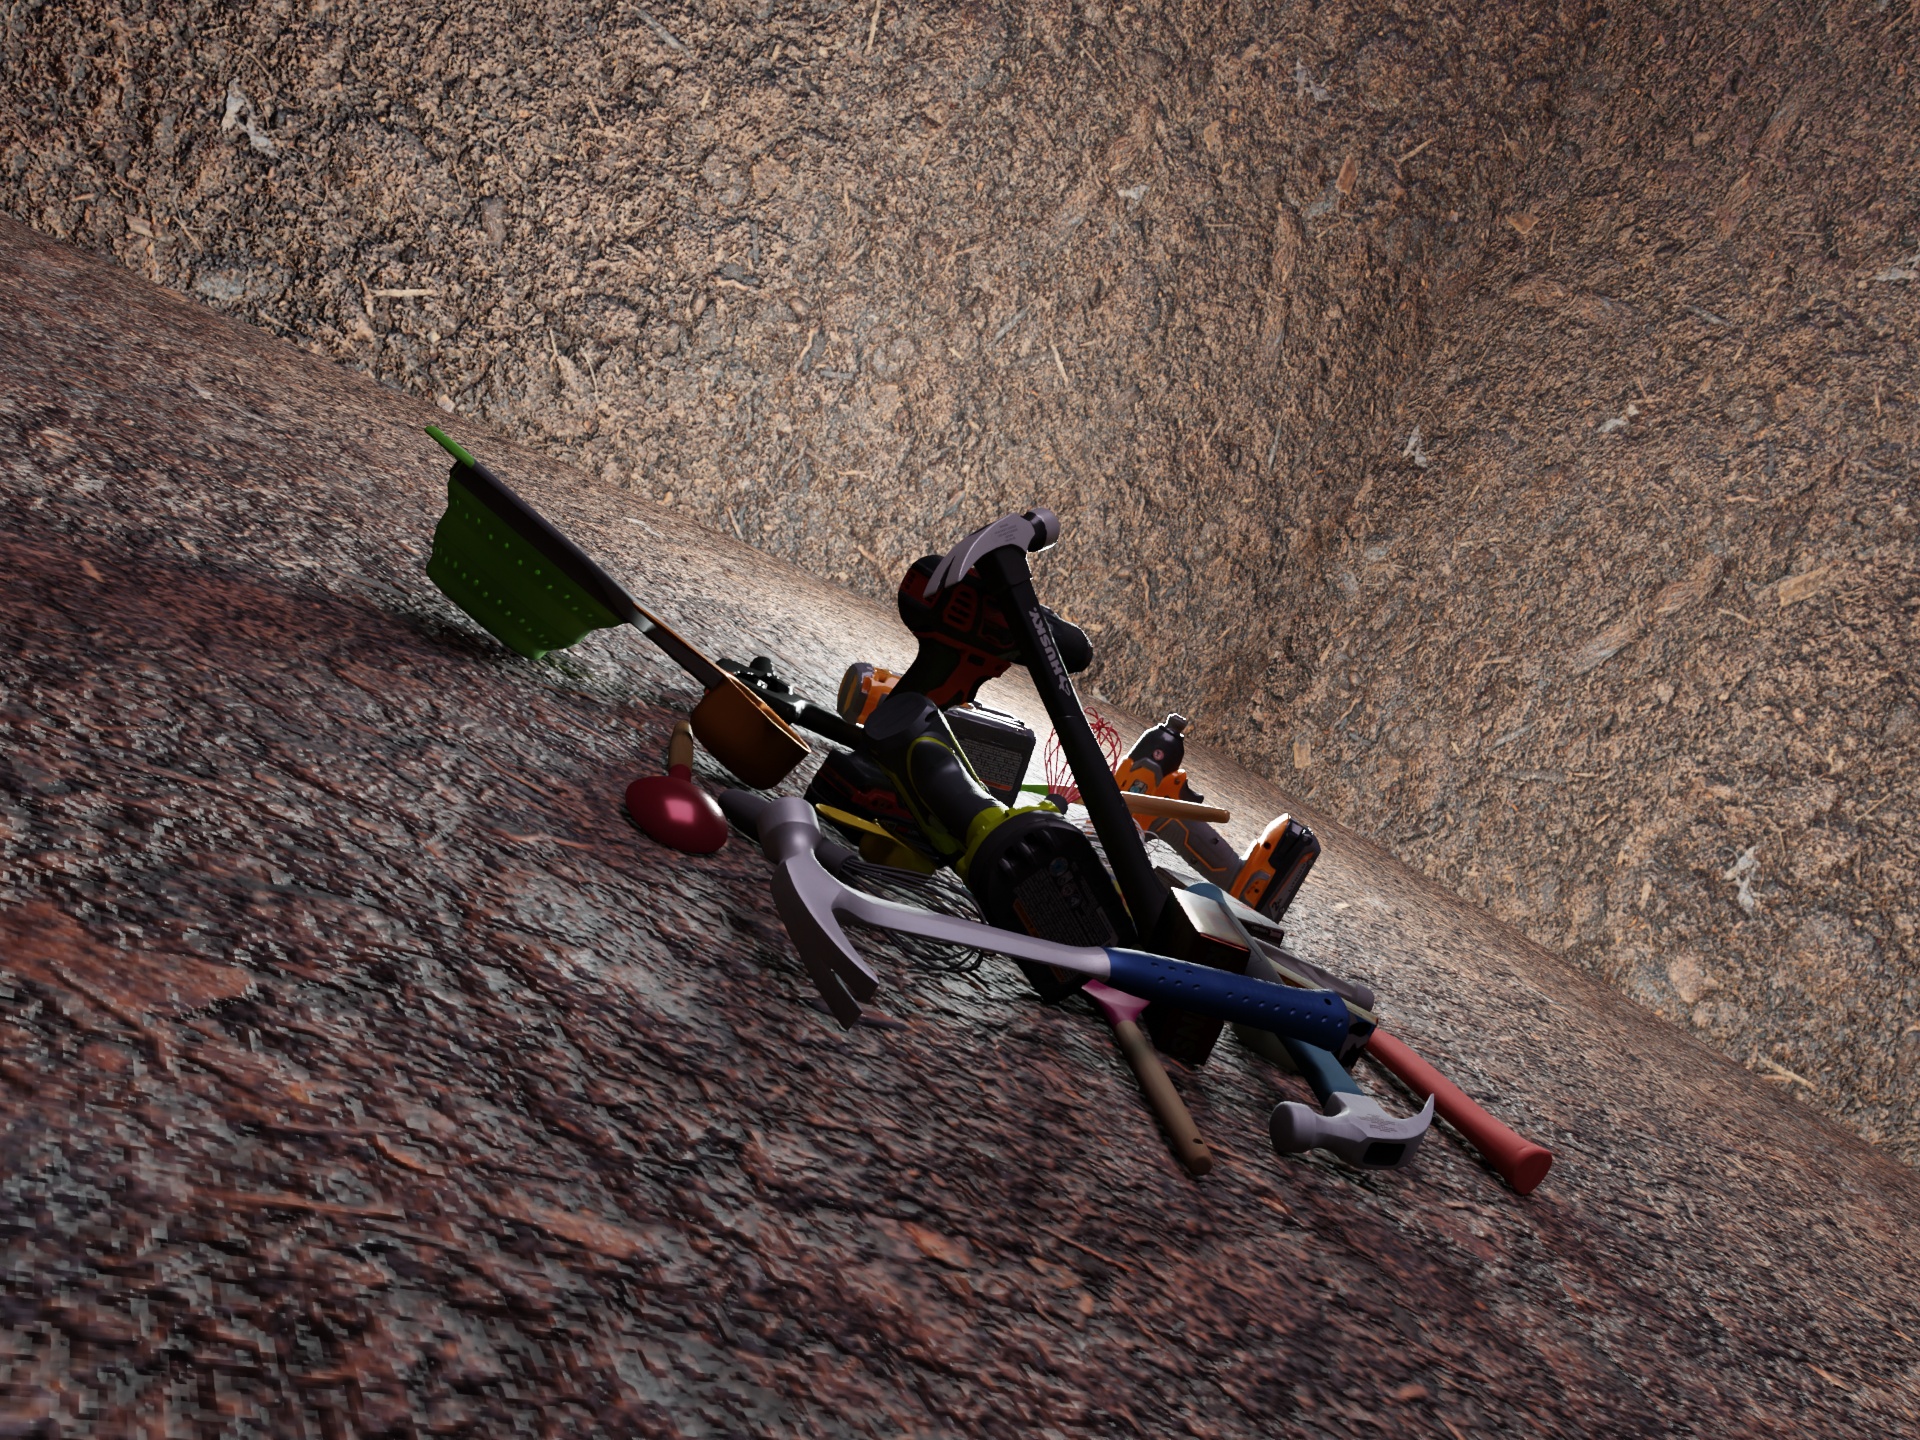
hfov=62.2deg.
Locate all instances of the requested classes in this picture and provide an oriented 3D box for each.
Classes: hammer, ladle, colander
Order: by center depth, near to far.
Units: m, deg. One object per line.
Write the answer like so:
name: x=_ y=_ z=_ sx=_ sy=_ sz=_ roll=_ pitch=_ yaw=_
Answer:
hammer: x=0.074 y=0.145 z=0.927 sx=0.405 sy=0.035 sz=0.144 roll=18 pitch=29 yaw=-30
ladle: x=-0.193 y=0.033 z=1.101 sx=0.069 sy=0.031 sz=0.315 roll=27 pitch=5 yaw=-13
hammer: x=0.220 y=0.201 z=1.109 sx=0.128 sy=0.033 sz=0.331 roll=14 pitch=18 yaw=-17
hammer: x=0.081 y=0.011 z=1.163 sx=0.035 sy=0.335 sz=0.146 roll=-21 pitch=3 yaw=40
colander: x=-0.299 y=-0.069 z=1.288 sx=0.396 sy=0.094 sz=0.205 roll=44 pitch=-6 yaw=-38
hammer: x=0.352 y=0.274 z=1.294 sx=0.149 sy=0.036 sz=0.359 roll=24 pitch=7 yaw=-20

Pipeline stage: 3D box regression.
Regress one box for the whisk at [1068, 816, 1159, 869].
whisk: x=0.080 y=0.103 z=1.480 sx=0.284 sy=0.070 sz=0.070 roll=15 pitch=12 yaw=-39

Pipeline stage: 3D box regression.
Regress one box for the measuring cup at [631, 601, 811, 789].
measuring cup: x=-0.192 y=-0.015 z=1.185 sx=0.173 sy=0.052 sz=0.095 roll=41 pitch=0 yaw=-16

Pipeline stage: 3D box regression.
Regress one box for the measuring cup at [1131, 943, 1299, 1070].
measuring cup: x=0.196 y=0.212 z=1.180 sx=0.167 sy=0.038 sz=0.083 roll=23 pitch=10 yaw=2

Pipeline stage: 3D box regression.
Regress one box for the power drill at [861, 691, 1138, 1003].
power drill: x=0.024 y=0.089 z=1.087 sx=0.171 sy=0.080 sz=0.223 roll=60 pitch=-9 yaw=-32

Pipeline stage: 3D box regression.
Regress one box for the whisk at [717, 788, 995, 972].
whisk: x=-0.072 y=0.096 z=1.014 sx=0.239 sy=0.055 sz=0.055 roll=26 pitch=5 yaw=34

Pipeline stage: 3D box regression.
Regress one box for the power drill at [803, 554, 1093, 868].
power drill: x=-0.002 y=-0.004 z=1.235 sx=0.187 sy=0.226 sz=0.080 roll=20 pitch=10 yaw=-43

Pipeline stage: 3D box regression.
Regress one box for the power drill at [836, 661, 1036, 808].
power drill: x=-0.003 y=0.013 z=1.463 sx=0.185 sy=0.084 sz=0.226 roll=16 pitch=9 yaw=-21

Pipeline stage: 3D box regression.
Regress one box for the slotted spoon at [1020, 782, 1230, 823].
slotted spoon: x=0.113 y=0.073 z=1.552 sx=0.314 sy=0.031 sz=0.070 roll=7 pitch=-3 yaw=30

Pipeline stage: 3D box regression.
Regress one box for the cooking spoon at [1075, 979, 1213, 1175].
cooking spoon: x=0.107 y=0.203 z=0.986 sx=0.068 sy=0.017 sz=0.319 roll=16 pitch=8 yaw=-9

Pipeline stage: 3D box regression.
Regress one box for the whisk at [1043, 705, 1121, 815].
whisk: x=0.090 y=0.066 z=1.436 sx=0.073 sy=0.073 sz=0.296 roll=27 pitch=31 yaw=4

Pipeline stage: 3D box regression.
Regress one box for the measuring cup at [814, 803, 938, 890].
measuring cup: x=-0.066 y=0.085 z=1.081 sx=0.062 sy=0.029 sz=0.156 roll=36 pitch=2 yaw=28

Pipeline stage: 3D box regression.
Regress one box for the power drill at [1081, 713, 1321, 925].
power drill: x=0.264 y=0.106 z=1.689 sx=0.226 sy=0.164 sz=0.084 roll=29 pitch=7 yaw=5

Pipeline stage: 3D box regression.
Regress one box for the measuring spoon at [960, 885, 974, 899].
measuring spoon: x=0.037 y=0.121 z=1.240 sx=0.042 sy=0.021 sz=0.128 roll=34 pitch=18 yaw=24
